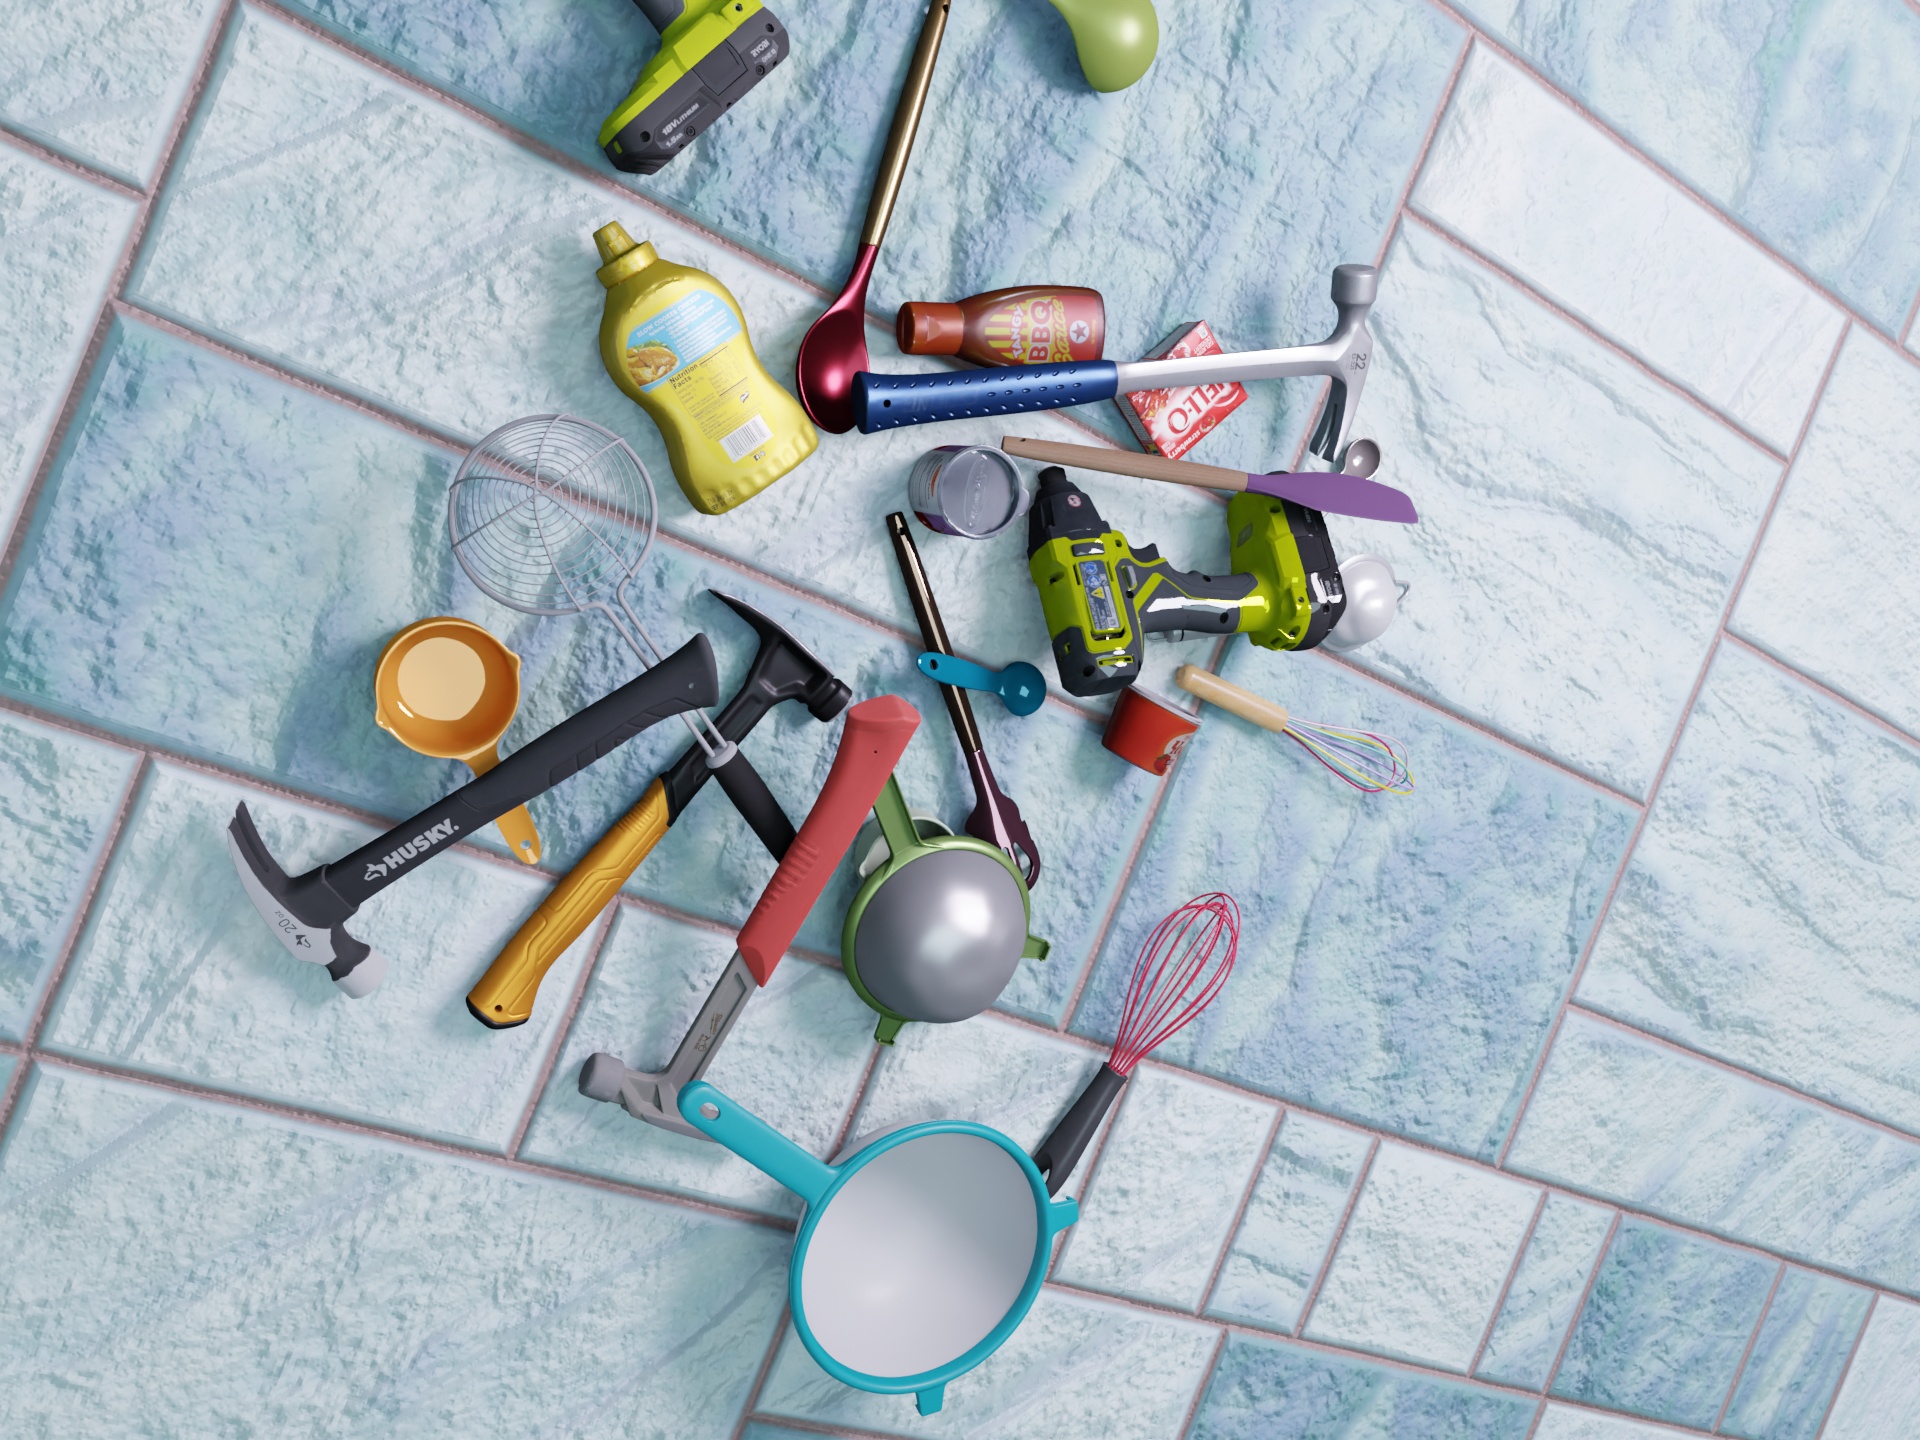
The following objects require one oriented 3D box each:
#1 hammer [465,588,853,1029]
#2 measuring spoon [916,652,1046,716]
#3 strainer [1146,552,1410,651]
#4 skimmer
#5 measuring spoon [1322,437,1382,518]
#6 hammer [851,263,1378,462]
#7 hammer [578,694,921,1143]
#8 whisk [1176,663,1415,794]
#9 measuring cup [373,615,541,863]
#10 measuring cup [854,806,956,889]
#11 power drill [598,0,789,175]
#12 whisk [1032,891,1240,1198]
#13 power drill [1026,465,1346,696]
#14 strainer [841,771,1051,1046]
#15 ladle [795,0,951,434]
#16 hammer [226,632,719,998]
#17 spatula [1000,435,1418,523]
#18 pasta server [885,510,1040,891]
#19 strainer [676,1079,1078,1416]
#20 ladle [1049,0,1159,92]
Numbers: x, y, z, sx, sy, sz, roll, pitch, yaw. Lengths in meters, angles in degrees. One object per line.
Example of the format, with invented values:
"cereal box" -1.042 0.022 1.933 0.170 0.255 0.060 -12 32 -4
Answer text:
"hammer" -0.224 0.068 1.093 0.127 0.034 0.337 43 82 -25
"measuring spoon" 0.020 -0.032 1.166 0.128 0.021 0.042 13 76 -43
"strainer" 0.266 -0.083 1.278 0.258 0.050 0.086 -9 118 -19
"skimmer" -0.196 -0.033 1.049 0.127 0.090 0.362 -35 124 -8
"measuring spoon" 0.292 -0.180 1.286 0.124 0.018 0.034 -47 114 -2
"hammer" 0.119 -0.240 1.142 0.405 0.035 0.144 -10 117 -19
"hammer" -0.120 0.142 1.096 0.149 0.037 0.359 24 108 -24
"whisk" 0.277 0.007 1.303 0.244 0.051 0.047 23 69 -21
"measuring cup" -0.317 0.013 1.034 0.095 0.052 0.173 -27 112 -17
"measuring cup" -0.047 0.143 1.188 0.083 0.038 0.167 -2 110 -24
"power drill" -0.234 -0.453 0.968 0.190 0.080 0.228 -45 111 -10
"whisk" 0.135 0.265 1.278 0.073 0.073 0.296 33 91 -25
"power drill" 0.162 -0.116 1.190 0.223 0.080 0.171 -8 76 -21
"strainer" -0.021 0.120 1.127 0.151 0.069 0.256 -27 119 -13
"ladle" -0.055 -0.350 1.091 0.069 0.031 0.315 16 91 -49
"hammer" -0.295 0.042 0.993 0.335 0.035 0.146 -31 118 6
"spatula" 0.185 -0.181 1.174 0.316 0.060 0.018 7 130 -8
"pasta server" -0.002 -0.004 1.184 0.060 0.040 0.316 -23 104 -18
"strainer" -0.086 0.348 1.173 0.340 0.095 0.211 42 81 -24
"ladle" -0.003 -0.524 1.080 0.320 0.062 0.078 20 82 -19
